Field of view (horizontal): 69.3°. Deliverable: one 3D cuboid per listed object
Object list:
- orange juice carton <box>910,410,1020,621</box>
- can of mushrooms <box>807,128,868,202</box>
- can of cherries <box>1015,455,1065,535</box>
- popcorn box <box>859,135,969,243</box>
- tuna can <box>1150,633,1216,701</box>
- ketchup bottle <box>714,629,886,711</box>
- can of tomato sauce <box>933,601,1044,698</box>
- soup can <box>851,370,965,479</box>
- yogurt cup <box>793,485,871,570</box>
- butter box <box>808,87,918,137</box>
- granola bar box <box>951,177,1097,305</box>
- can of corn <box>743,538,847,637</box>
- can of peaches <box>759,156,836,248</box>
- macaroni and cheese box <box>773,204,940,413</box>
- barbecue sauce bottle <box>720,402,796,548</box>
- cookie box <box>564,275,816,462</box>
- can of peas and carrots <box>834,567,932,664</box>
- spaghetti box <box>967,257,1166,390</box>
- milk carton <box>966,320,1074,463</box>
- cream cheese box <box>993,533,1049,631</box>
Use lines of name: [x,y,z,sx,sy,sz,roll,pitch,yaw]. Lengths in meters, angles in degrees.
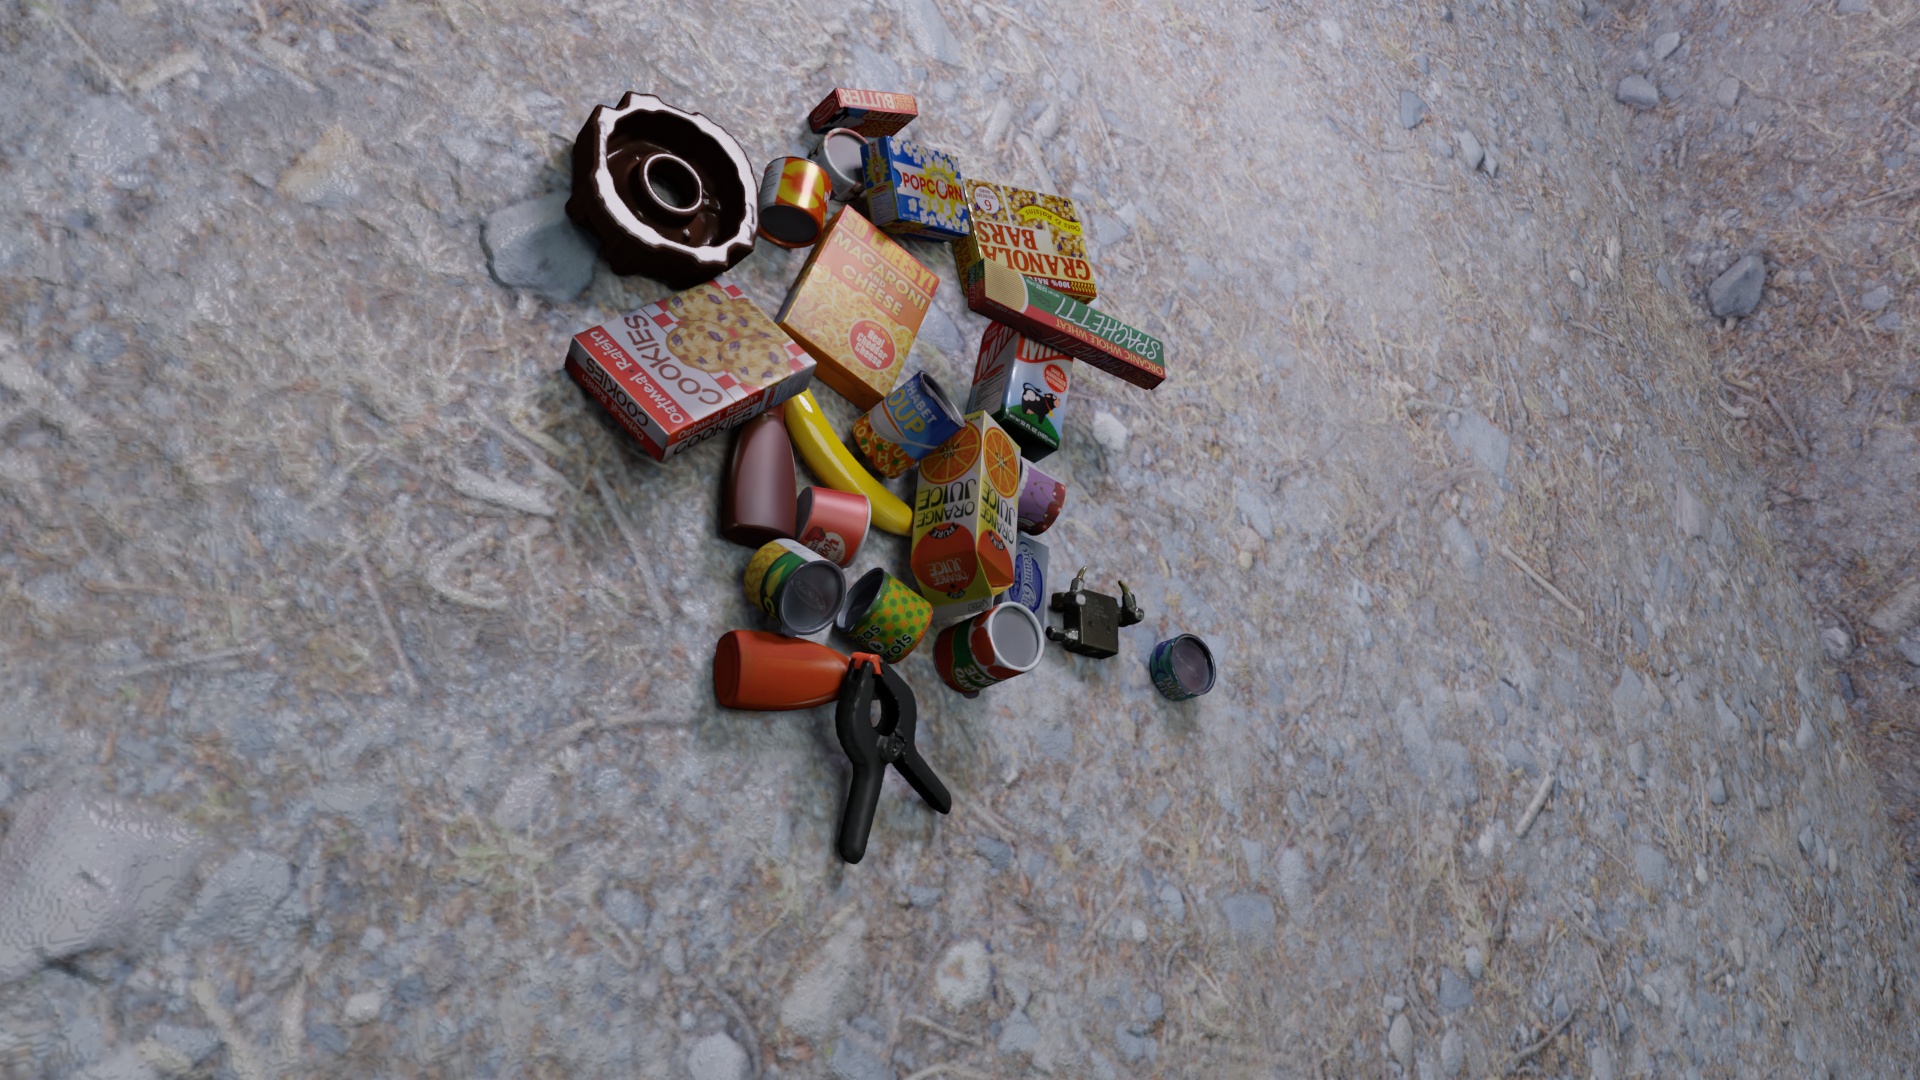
orange juice carton: [0.005,-0.016,1.284,0.073,0.071,0.193,42,44,-48]
can of mushrooms: [-0.116,-0.377,1.391,0.071,0.033,0.071,16,62,-32]
can of cherries: [0.060,-0.043,1.366,0.058,0.071,0.072,26,57,-29]
popcorn box: [-0.045,-0.353,1.405,0.127,0.038,0.085,-6,87,-56]
tuna can: [0.231,0.134,1.446,0.071,0.032,0.071,17,61,-33]
ketchup bottle: [-0.130,0.112,1.157,0.149,0.043,0.065,9,69,-36]
can of tomato sauce: [0.026,0.100,1.262,0.071,0.083,0.071,16,62,-33]
soup can: [-0.050,-0.107,1.275,0.071,0.083,0.071,50,13,-15]
yogurt cup: [-0.116,-0.014,1.212,0.054,0.072,0.073,17,61,-24]
butter box: [-0.098,-0.435,1.417,0.104,0.053,0.024,-10,80,-41]
granola bar box: [0.066,-0.320,1.508,0.166,0.039,0.124,-1,72,-39]
can of corn: [-0.140,0.040,1.156,0.071,0.058,0.071,-18,120,-35]
can of peaches: [-0.156,-0.317,1.308,0.071,0.071,0.058,25,58,-29]
macaroni and cheese box: [-0.100,-0.223,1.331,0.123,0.040,0.167,36,53,-21]
barbecue sauce bottle: [-0.173,-0.069,1.203,0.065,0.043,0.149,16,61,-35]
cookie box: [-0.225,-0.147,1.167,0.123,0.040,0.168,44,48,14]
can of peas and carrots: [-0.067,0.068,1.212,0.058,0.070,0.071,37,52,-22]
spaghetti box: [0.112,-0.216,1.408,0.250,0.028,0.050,18,58,-34]
milk carton: [0.064,-0.171,1.418,0.072,0.073,0.191,29,55,-27]
cream cheese box: [0.057,0.046,1.350,0.053,0.024,0.104,23,58,-30]
